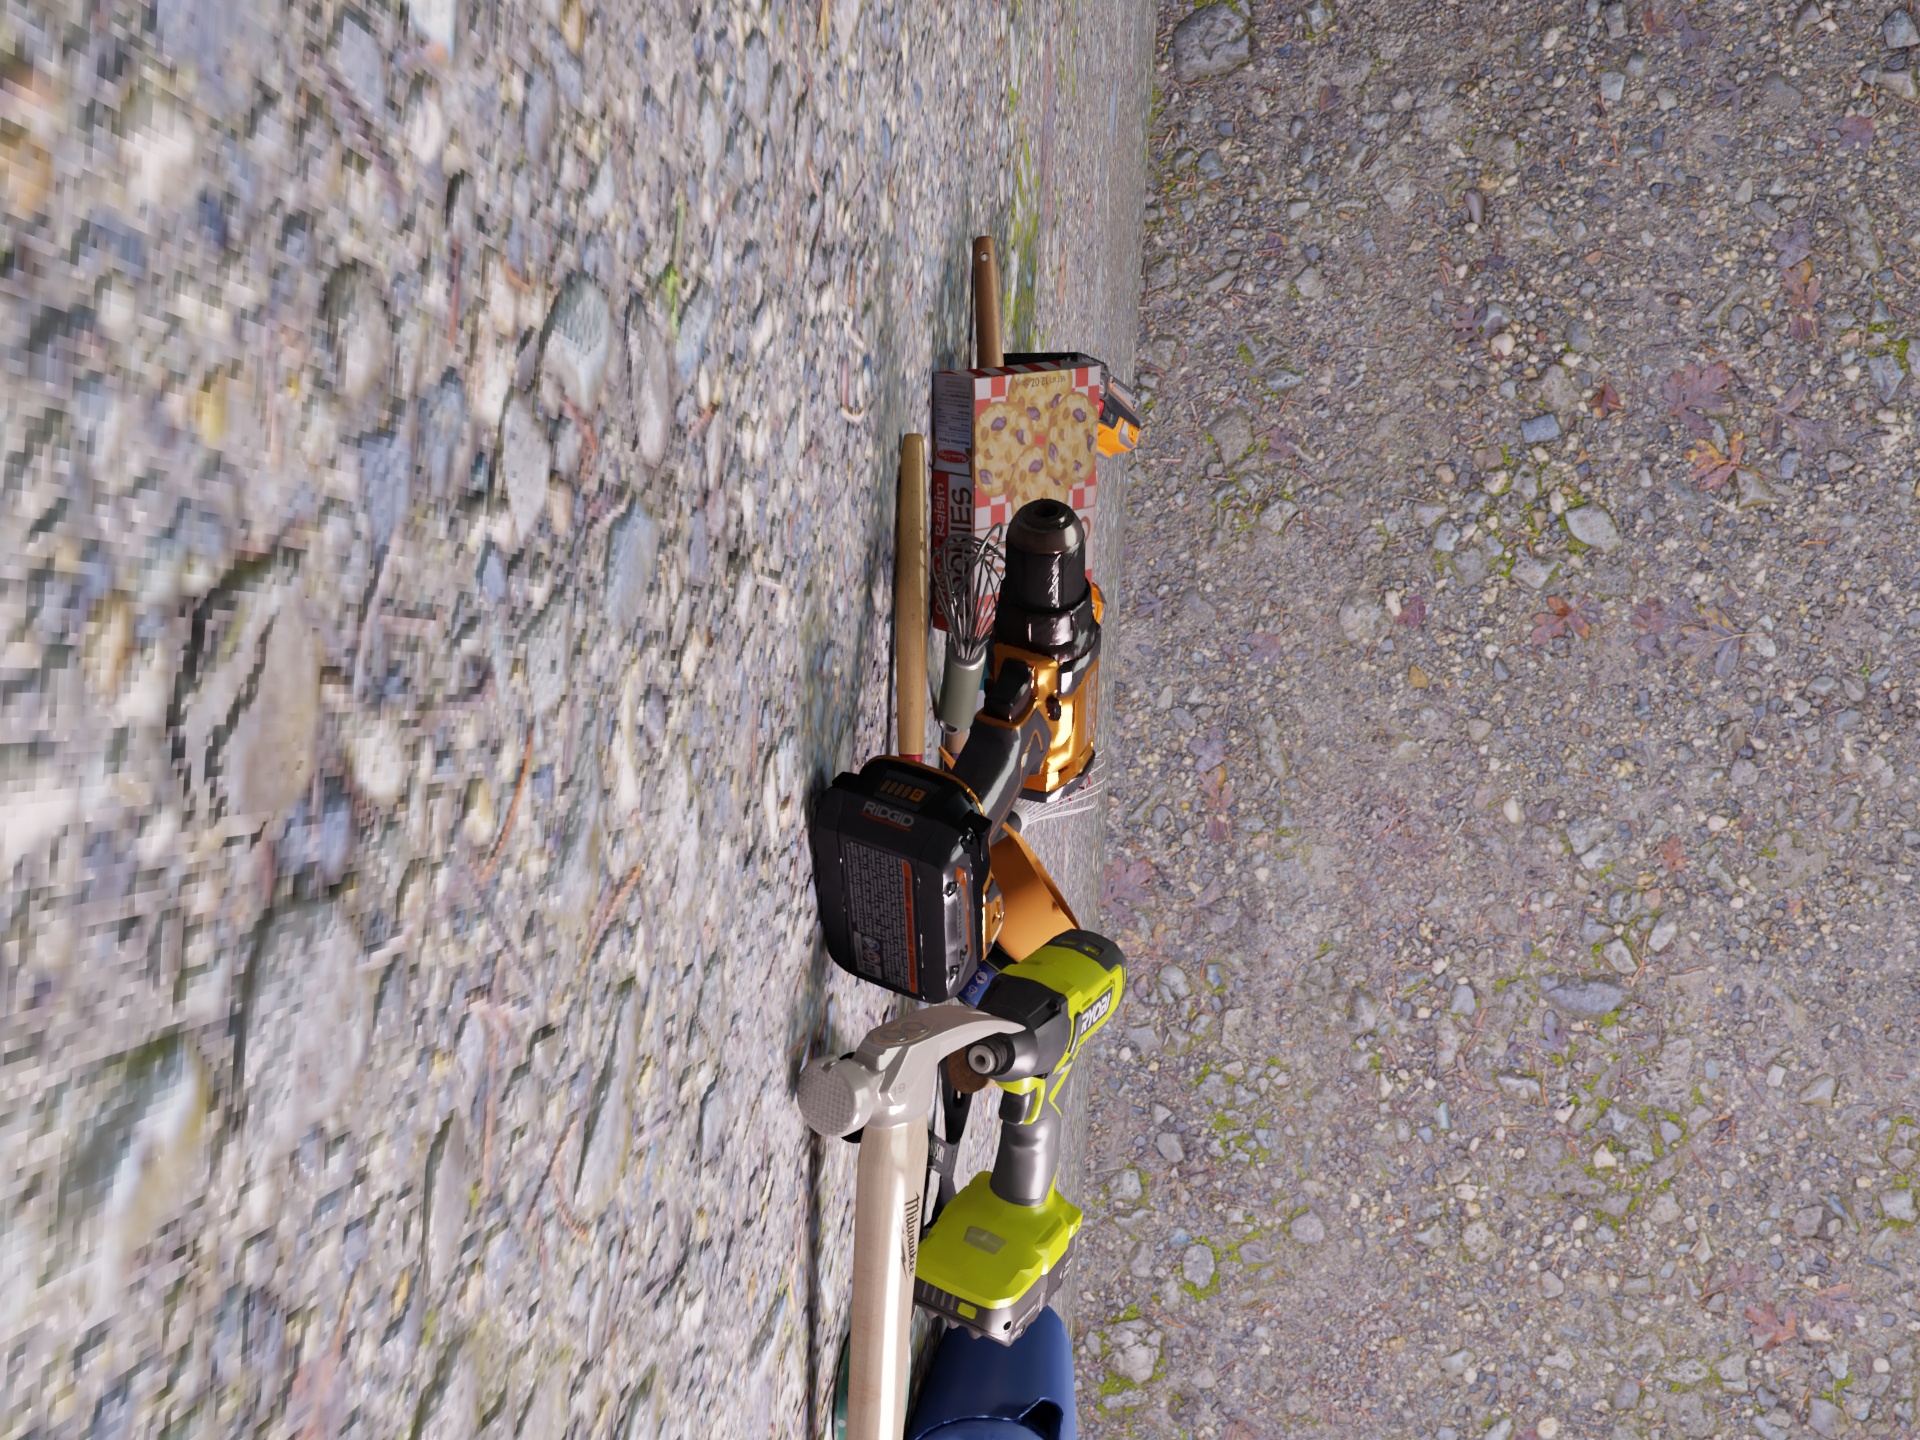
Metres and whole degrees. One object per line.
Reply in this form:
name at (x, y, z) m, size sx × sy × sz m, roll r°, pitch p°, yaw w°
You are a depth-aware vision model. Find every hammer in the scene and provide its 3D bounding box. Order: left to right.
hammer at (-0.038, 0.353, 0.838) m, size 0.146 × 0.038 × 0.410 m, roll -10°, pitch 109°, yaw -52°
hammer at (-0.029, 0.258, 1.006) m, size 0.408 × 0.036 × 0.149 m, roll 71°, pitch 23°, yaw -67°
hammer at (0.029, 0.251, 1.170) m, size 0.331 × 0.031 × 0.130 m, roll 55°, pitch 35°, yaw -75°

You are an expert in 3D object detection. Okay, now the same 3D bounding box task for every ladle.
ladle at (-0.030, -0.007, 0.924) m, size 0.069 × 0.031 × 0.315 m, roll -43°, pitch 134°, yaw -81°

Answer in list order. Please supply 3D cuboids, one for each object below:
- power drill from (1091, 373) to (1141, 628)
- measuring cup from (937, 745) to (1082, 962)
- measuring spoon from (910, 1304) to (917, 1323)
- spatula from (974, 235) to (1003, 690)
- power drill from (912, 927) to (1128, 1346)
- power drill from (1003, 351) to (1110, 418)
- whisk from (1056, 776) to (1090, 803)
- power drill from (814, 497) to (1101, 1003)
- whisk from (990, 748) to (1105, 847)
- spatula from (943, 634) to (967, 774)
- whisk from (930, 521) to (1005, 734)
power drill at (0.085, -0.183, 1.362) m, size 0.164 × 0.084 × 0.226 m, roll 7°, pitch 93°, yaw -64°
measuring cup at (0.017, 0.095, 1.098) m, size 0.173 × 0.052 × 0.095 m, roll 53°, pitch 5°, yaw -20°
measuring spoon at (-0.051, 0.401, 1.006) m, size 0.124 × 0.018 × 0.034 m, roll -62°, pitch 155°, yaw -53°
spatula at (0.027, -0.181, 1.130) m, size 0.044 × 0.082 × 0.317 m, roll -71°, pitch 158°, yaw -80°
power drill at (0.032, 0.253, 0.971) m, size 0.171 × 0.080 × 0.223 m, roll -20°, pitch 123°, yaw -63°
power drill at (0.065, -0.167, 1.224) m, size 0.143 × 0.078 × 0.219 m, roll -22°, pitch 114°, yaw -71°
whisk at (0.079, 0.020, 1.504) m, size 0.295 × 0.073 × 0.073 m, roll 63°, pitch 32°, yaw -69°
power drill at (0.012, 0.009, 0.821) m, size 0.226 × 0.084 × 0.185 m, roll -53°, pitch 152°, yaw -42°
whisk at (0.055, 0.070, 1.285) m, size 0.284 × 0.070 × 0.070 m, roll -31°, pitch 126°, yaw -63°
spatula at (-0.002, -0.004, 1.118) m, size 0.060 × 0.018 × 0.316 m, roll -46°, pitch 140°, yaw -81°
whisk at (0.005, -0.047, 0.982) m, size 0.059 × 0.058 × 0.246 m, roll -61°, pitch 173°, yaw -23°
